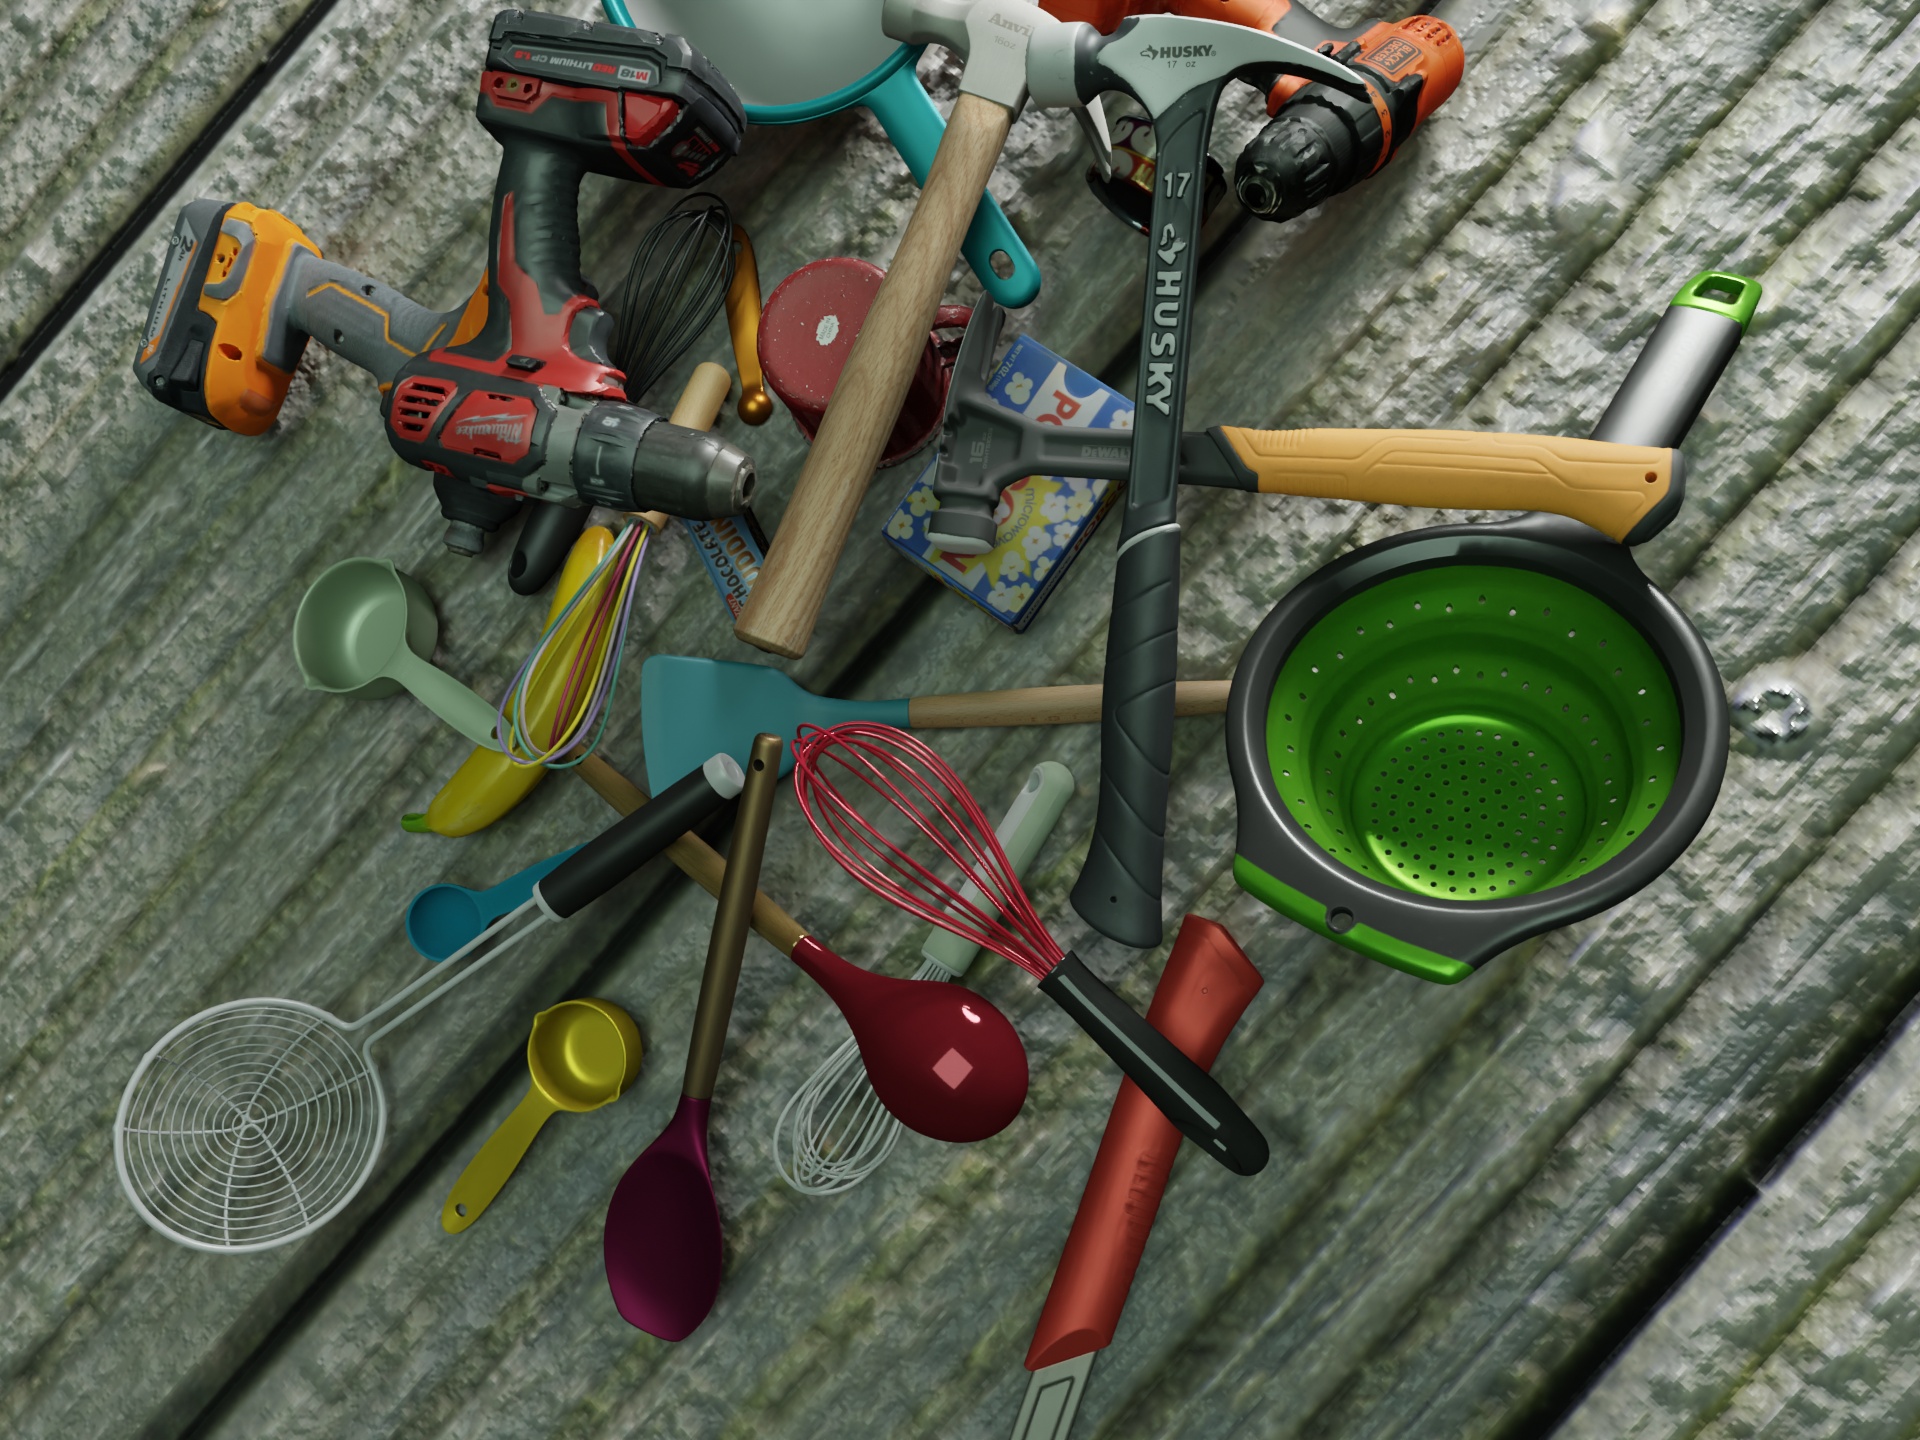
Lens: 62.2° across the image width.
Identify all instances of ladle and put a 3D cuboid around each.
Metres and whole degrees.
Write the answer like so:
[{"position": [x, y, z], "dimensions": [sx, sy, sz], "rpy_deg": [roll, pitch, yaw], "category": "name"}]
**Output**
[{"position": [-0.095, 0.096, 0.787], "dimensions": [0.316, 0.031, 0.069], "rpy_deg": [35, 87, 26], "category": "ladle"}]

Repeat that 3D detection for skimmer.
[{"position": [-0.259, 0.134, 0.793], "dimensions": [0.363, 0.090, 0.127], "rpy_deg": [-35, 99, 12], "category": "skimmer"}]

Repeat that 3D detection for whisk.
[{"position": [0.030, 0.102, 0.740], "dimensions": [0.296, 0.073, 0.073], "rpy_deg": [43, 92, 10], "category": "whisk"}, {"position": [-0.014, 0.126, 0.787], "dimensions": [0.059, 0.058, 0.246], "rpy_deg": [34, 85, -21], "category": "whisk"}, {"position": [-0.186, -0.174, 0.858], "dimensions": [0.055, 0.055, 0.239], "rpy_deg": [30, 95, 13], "category": "whisk"}, {"position": [-0.170, -0.082, 0.821], "dimensions": [0.051, 0.047, 0.245], "rpy_deg": [27, 69, -16], "category": "whisk"}]

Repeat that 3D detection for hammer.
[{"position": [-0.027, -0.185, 0.751], "dimensions": [0.130, 0.031, 0.331], "rpy_deg": [21, 87, 7], "category": "hammer"}, {"position": [0.091, -0.100, 0.708], "dimensions": [0.149, 0.036, 0.409], "rpy_deg": [6, 98, 21], "category": "hammer"}, {"position": [0.152, -0.127, 0.732], "dimensions": [0.337, 0.034, 0.127], "rpy_deg": [8, 84, 19], "category": "hammer"}, {"position": [0.054, 0.263, 0.760], "dimensions": [0.149, 0.036, 0.359], "rpy_deg": [19, 87, 13], "category": "hammer"}]

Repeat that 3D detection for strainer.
[{"position": [-0.048, -0.359, 0.838], "dimensions": [0.211, 0.095, 0.340], "rpy_deg": [-32, 89, 15], "category": "strainer"}]

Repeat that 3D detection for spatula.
[{"position": [-0.001, -0.003, 0.801], "dimensions": [0.317, 0.044, 0.082], "rpy_deg": [-4, 93, 9], "category": "spatula"}]

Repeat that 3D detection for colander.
[{"position": [0.272, -0.044, 0.736], "dimensions": [0.205, 0.094, 0.397], "rpy_deg": [26, 70, 29], "category": "colander"}]

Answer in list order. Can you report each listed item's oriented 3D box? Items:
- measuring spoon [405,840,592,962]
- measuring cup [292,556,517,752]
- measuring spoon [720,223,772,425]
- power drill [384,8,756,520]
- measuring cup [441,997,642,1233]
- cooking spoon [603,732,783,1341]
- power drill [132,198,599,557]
[{"position": [-0.233, 0.090, 0.851], "dimensions": [0.128, 0.021, 0.042], "rpy_deg": [-23, 90, -2], "category": "measuring spoon"}, {"position": [-0.287, -0.025, 0.851], "dimensions": [0.168, 0.038, 0.083], "rpy_deg": [33, 90, 22], "category": "measuring cup"}, {"position": [-0.119, -0.218, 0.868], "dimensions": [0.021, 0.011, 0.117], "rpy_deg": [-9, 81, 10], "category": "measuring spoon"}, {"position": [-0.170, -0.212, 0.778], "dimensions": [0.188, 0.080, 0.227], "rpy_deg": [15, 92, 12], "category": "power drill"}, {"position": [-0.221, 0.208, 0.831], "dimensions": [0.062, 0.029, 0.156], "rpy_deg": [41, 104, 13], "category": "measuring cup"}, {"position": [-0.124, 0.159, 0.781], "dimensions": [0.069, 0.017, 0.319], "rpy_deg": [17, 102, 19], "category": "cooking spoon"}, {"position": [-0.325, -0.188, 0.872], "dimensions": [0.226, 0.084, 0.164], "rpy_deg": [14, 86, 9], "category": "power drill"}]
